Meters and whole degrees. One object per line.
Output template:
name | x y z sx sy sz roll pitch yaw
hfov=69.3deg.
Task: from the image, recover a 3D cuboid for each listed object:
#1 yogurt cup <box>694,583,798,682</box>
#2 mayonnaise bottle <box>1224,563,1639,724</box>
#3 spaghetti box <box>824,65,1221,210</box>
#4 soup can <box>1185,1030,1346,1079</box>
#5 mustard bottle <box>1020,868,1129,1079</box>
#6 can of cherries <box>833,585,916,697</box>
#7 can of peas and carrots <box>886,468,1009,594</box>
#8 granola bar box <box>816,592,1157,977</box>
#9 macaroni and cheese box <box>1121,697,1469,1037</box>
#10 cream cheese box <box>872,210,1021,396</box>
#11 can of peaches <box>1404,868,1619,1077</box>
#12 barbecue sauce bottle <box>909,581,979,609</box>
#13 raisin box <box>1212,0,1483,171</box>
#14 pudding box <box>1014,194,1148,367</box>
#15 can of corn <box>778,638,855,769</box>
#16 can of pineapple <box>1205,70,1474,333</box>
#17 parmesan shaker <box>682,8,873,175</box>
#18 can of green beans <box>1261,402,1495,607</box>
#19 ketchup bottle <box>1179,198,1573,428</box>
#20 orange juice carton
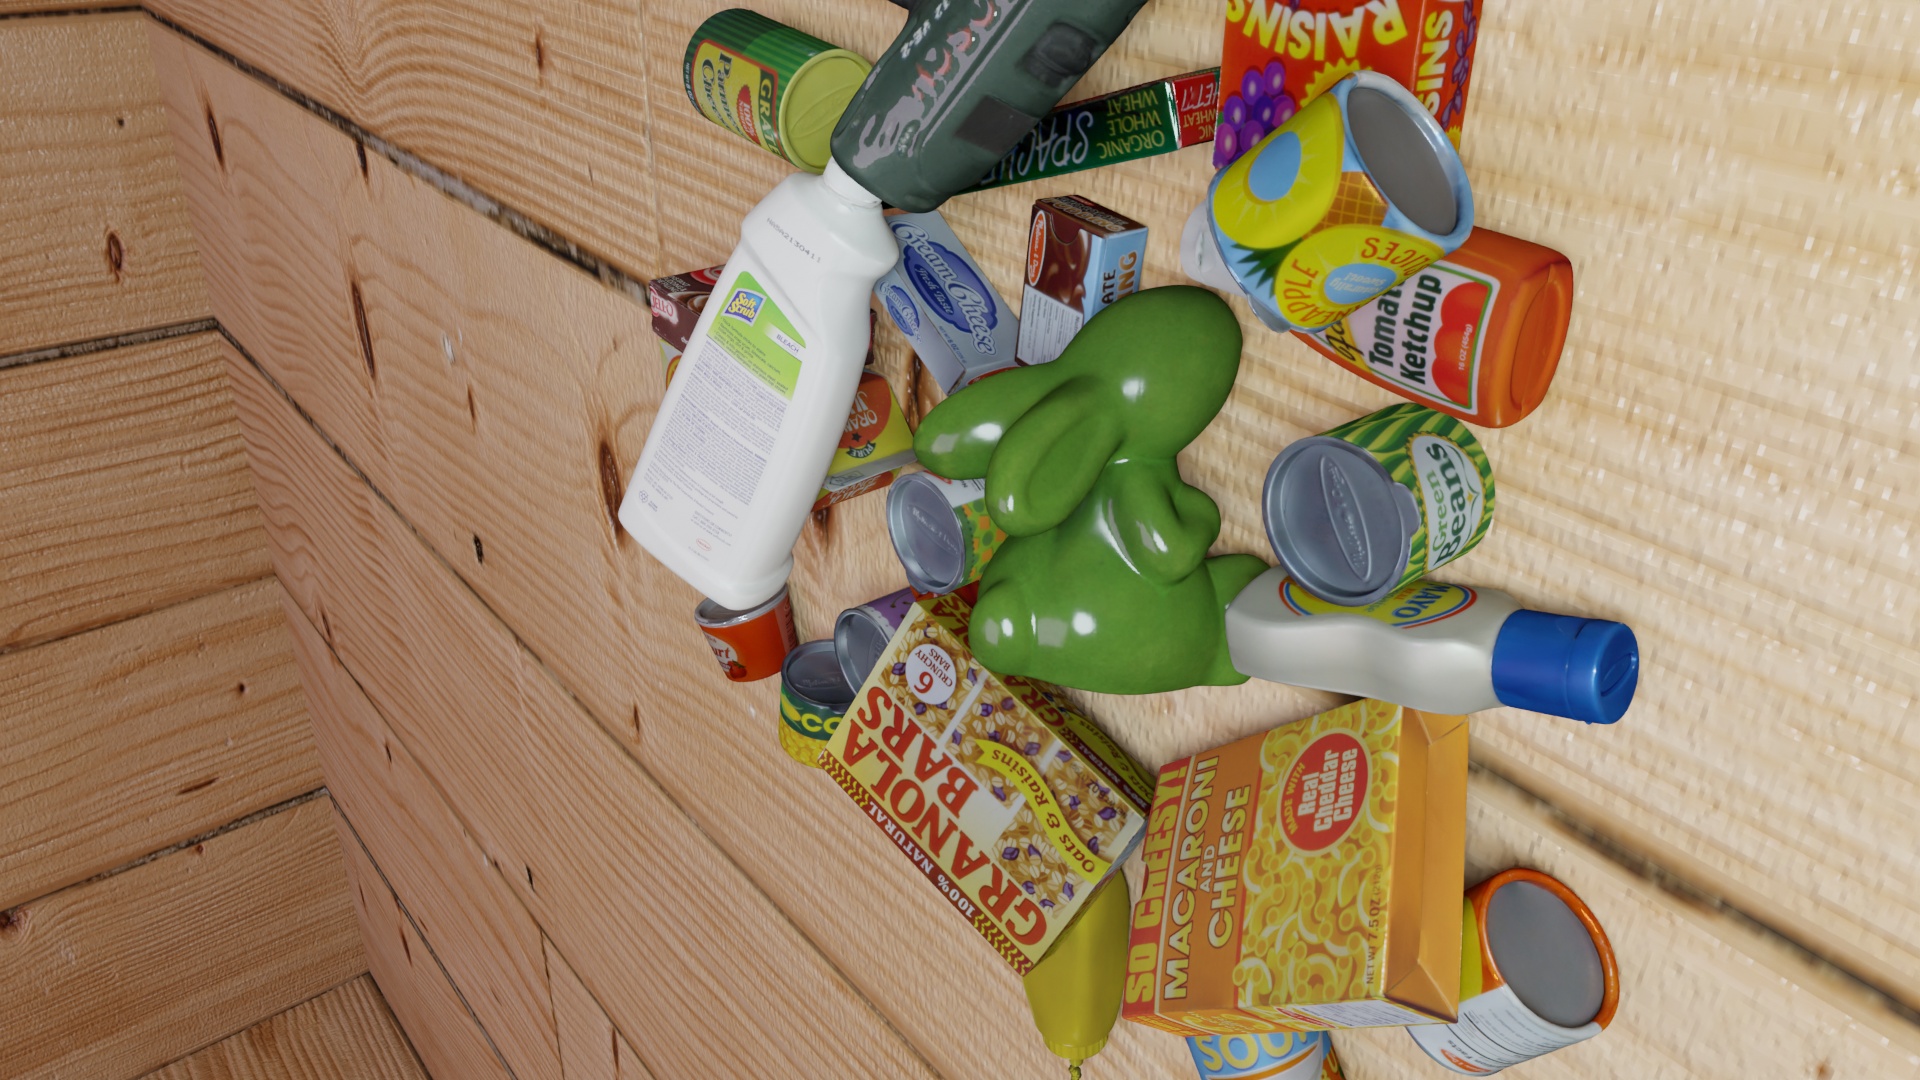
yogurt cup | -0.148 0.064 0.982 0.072 0.073 0.053 12 124 51
mayonnaise bottle | 0.177 0.039 0.531 0.148 0.065 0.041 8 118 48
spaghetti box | 0.025 -0.179 0.637 0.250 0.050 0.028 7 114 52
soup can | 0.143 0.241 0.668 0.071 0.071 0.083 -23 88 55
mustard bottle | 0.064 0.246 0.797 0.065 0.049 0.159 21 123 43
can of cherries | -0.032 0.065 0.829 0.071 0.058 0.071 27 126 44
can of peas and carrots | 0.003 -0.009 0.744 0.071 0.059 0.070 30 130 43
granola bar box | 0.014 0.127 0.739 0.166 0.039 0.123 42 117 22
macaroni and cheese box | 0.138 0.142 0.592 0.165 0.040 0.124 -34 36 54
cream cheese box | -0.009 -0.122 0.709 0.104 0.053 0.024 56 139 19
can of peaches | 0.212 0.167 0.545 0.071 0.071 0.057 57 143 17
barbecue sauce bottle | 0.018 0.083 0.782 0.064 0.044 0.148 -33 79 47
raisin box | 0.137 -0.186 0.491 0.086 0.040 0.122 29 129 42
pudding box | 0.055 -0.113 0.646 0.050 0.030 0.083 37 133 40
can of corn | -0.086 0.110 0.915 0.071 0.071 0.058 40 136 36
can of pineapple | 0.124 -0.108 0.455 0.057 0.071 0.071 -32 80 47
parmesan shaker | -0.098 -0.243 0.758 0.103 0.071 0.071 36 133 39
can of green beans | 0.159 -0.015 0.529 0.071 0.058 0.071 28 128 44
ketchup bottle | 0.148 -0.095 0.518 0.149 0.044 0.064 32 134 42
orange juice carton | -0.104 -0.073 0.846 0.193 0.072 0.072 30 130 43
